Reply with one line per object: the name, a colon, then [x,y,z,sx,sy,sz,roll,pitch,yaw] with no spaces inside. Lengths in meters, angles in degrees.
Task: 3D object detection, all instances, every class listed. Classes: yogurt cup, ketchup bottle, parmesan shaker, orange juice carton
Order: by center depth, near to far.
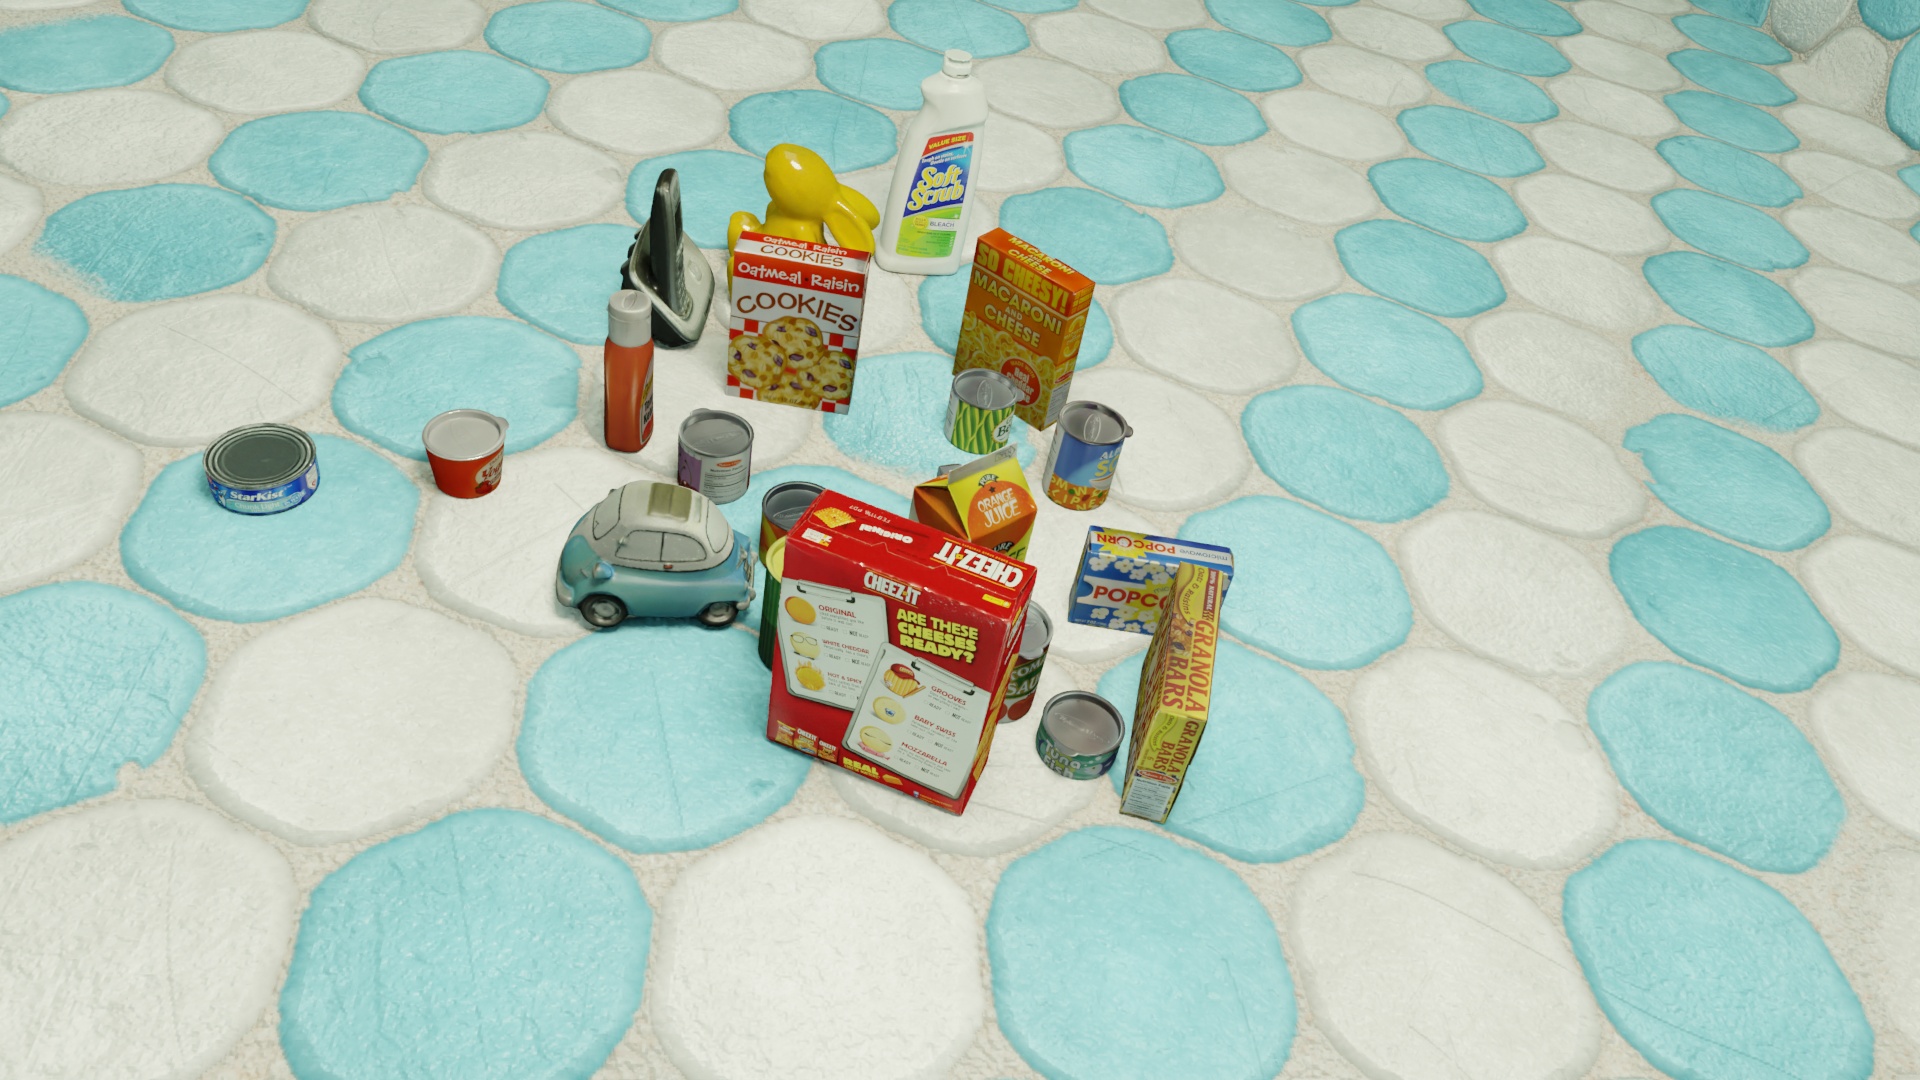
parmesan shaker: [-0.121,0.052,1.096,0.071,0.102,0.072,7,42,-6]
orange juice carton: [0.003,0.006,1.110,0.072,0.191,0.073,-24,52,-33]
yogurt cup: [-0.427,-0.073,1.200,0.072,0.053,0.073,7,42,-6]
ketchup bottle: [-0.298,-0.154,1.249,0.043,0.148,0.065,8,41,-4]

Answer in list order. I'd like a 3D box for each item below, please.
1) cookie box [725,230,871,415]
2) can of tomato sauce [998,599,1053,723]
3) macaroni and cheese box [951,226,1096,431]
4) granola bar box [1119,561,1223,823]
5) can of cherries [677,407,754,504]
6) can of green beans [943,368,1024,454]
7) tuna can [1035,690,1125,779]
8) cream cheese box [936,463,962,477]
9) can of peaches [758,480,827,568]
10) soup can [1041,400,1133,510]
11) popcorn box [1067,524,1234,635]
cookie box: [-0.157,-0.206,1.326,0.123,0.166,0.040,9,41,-3]
can of tomato sauce: [0.035,0.095,1.100,0.071,0.082,0.071,7,42,-6]
macaroni and cheese box: [0.060,-0.210,1.383,0.124,0.165,0.040,35,46,24]
granola bar box: [0.165,0.116,1.077,0.039,0.123,0.166,15,41,3]
can of cherries: [-0.221,-0.076,1.249,0.071,0.058,0.072,7,42,-6]
can of green beans: [0.020,-0.126,1.362,0.071,0.057,0.071,7,42,-6]
tuna can: [0.092,0.154,1.087,0.071,0.032,0.071,7,42,-6]
cream cheese box: [0.004,-0.016,1.238,0.024,0.053,0.104,-8,45,-21]
can of peaches: [-0.139,-0.007,1.192,0.071,0.057,0.071,7,42,-6]
soup can: [0.119,-0.079,1.313,0.071,0.083,0.072,7,42,-6]
popcorn box: [0.162,0.038,1.192,0.127,0.084,0.038,9,41,-3]
